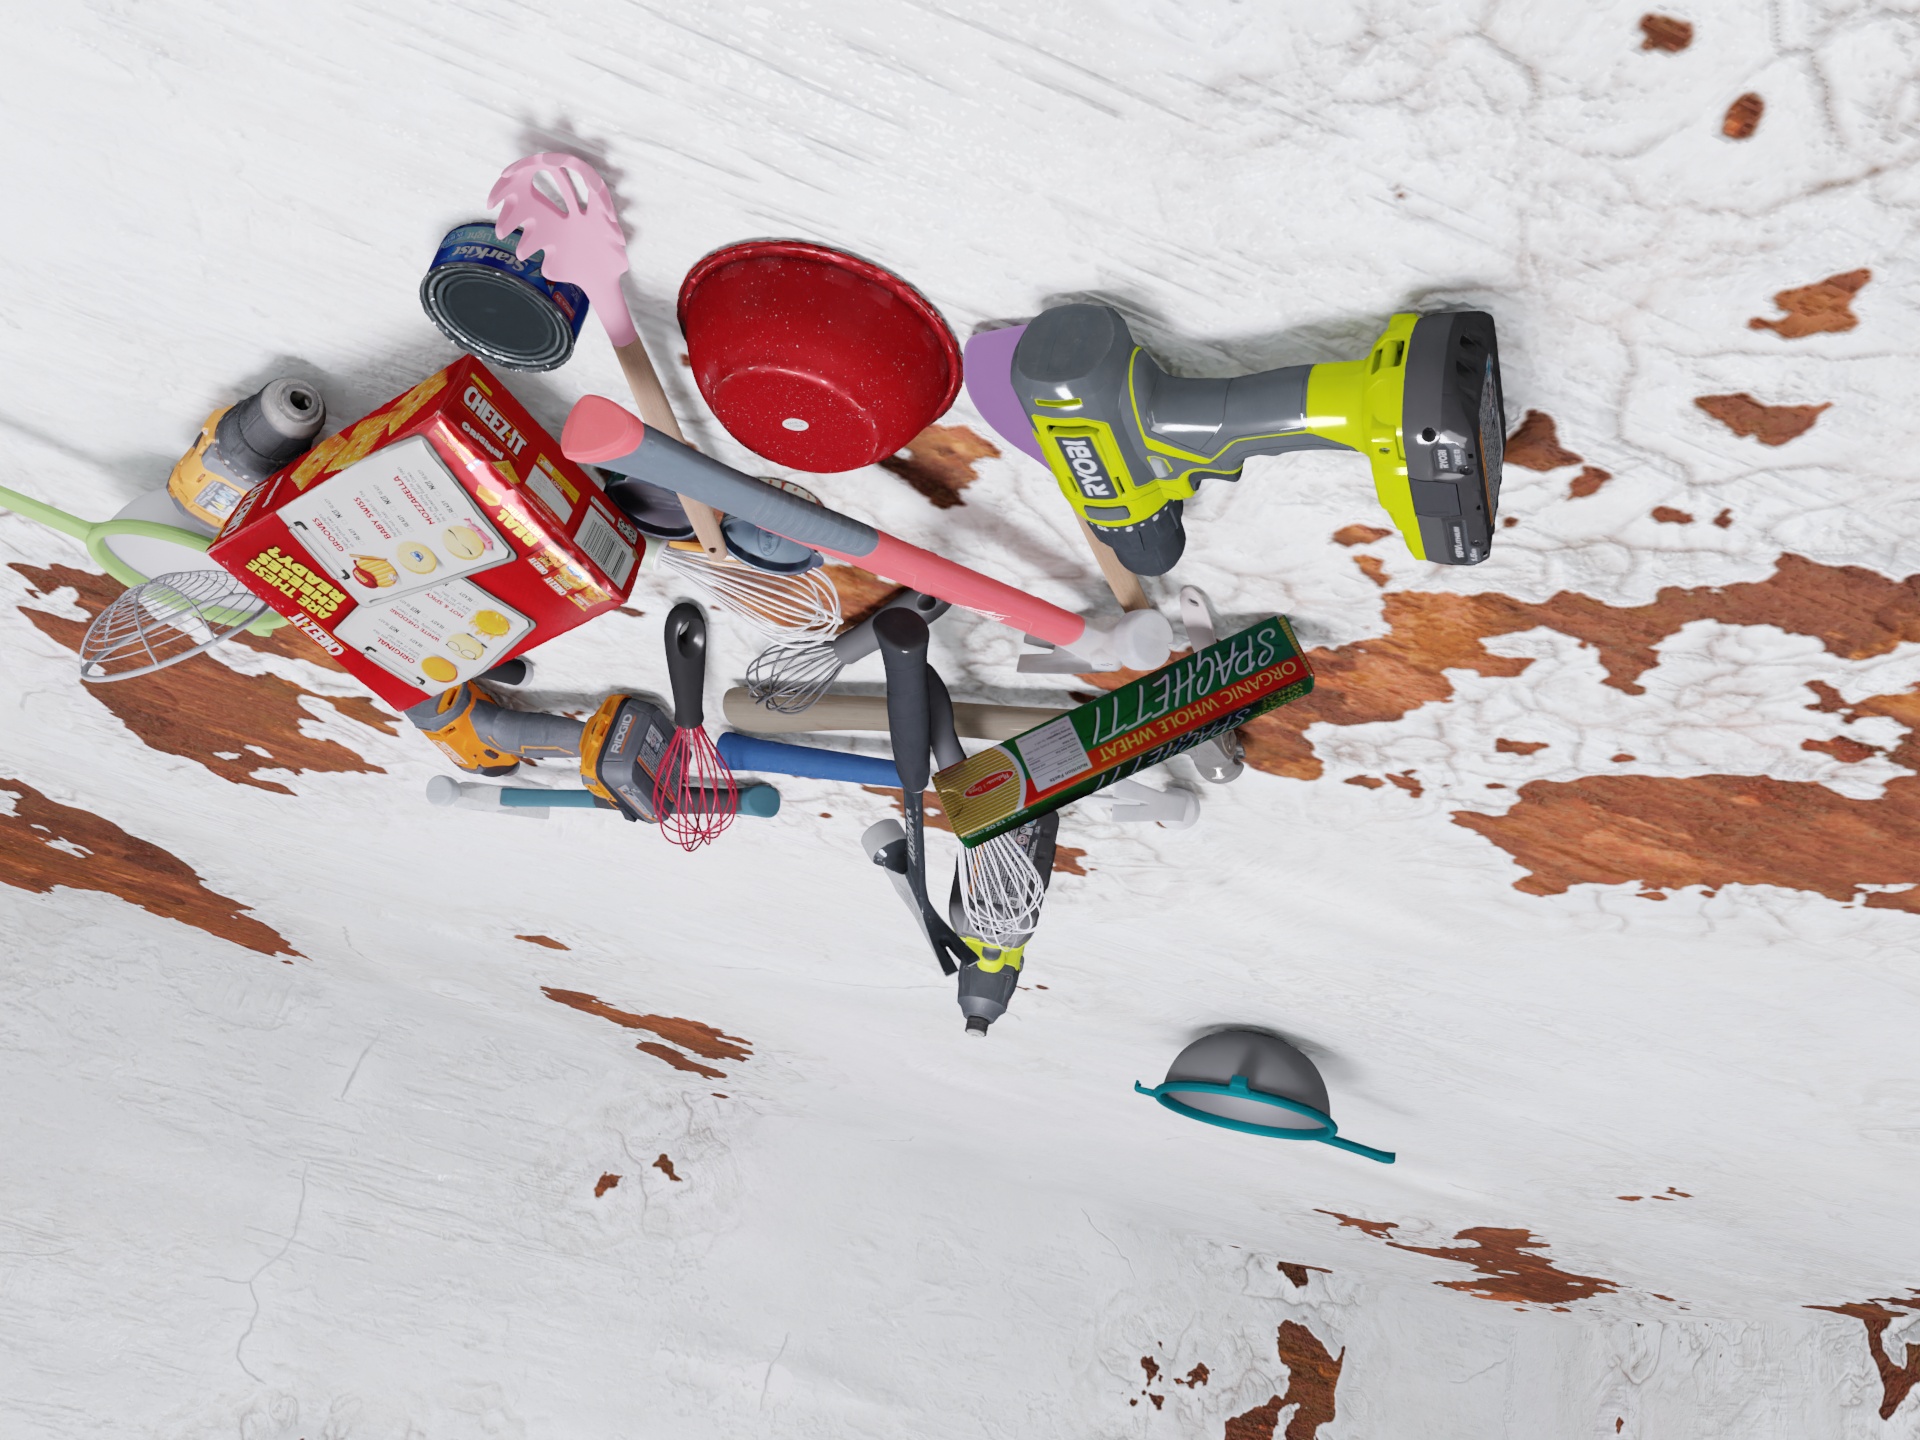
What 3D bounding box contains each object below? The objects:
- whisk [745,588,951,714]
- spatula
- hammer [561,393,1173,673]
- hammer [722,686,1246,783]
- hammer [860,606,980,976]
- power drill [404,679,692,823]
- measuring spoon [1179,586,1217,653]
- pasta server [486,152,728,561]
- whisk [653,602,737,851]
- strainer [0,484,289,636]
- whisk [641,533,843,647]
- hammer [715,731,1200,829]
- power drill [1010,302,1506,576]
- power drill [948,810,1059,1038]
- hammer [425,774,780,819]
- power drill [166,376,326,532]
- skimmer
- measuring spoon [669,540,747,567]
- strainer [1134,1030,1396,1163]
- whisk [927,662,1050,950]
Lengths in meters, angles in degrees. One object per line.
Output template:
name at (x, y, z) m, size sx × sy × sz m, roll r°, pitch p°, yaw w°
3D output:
whisk at (-0.082, -0.055, 1.144) m, size 0.055 × 0.055 × 0.239 m, roll 29°, pitch 146°, yaw -30°
spatula at (0.074, -0.124, 0.944) m, size 0.060 × 0.018 × 0.315 m, roll -6°, pitch 148°, yaw 22°
hammer at (-0.059, -0.100, 0.950) m, size 0.386 × 0.038 × 0.143 m, roll 20°, pitch 169°, yaw -32°
hammer at (-0.002, -0.004, 1.194) m, size 0.411 × 0.038 × 0.146 m, roll 3°, pitch 162°, yaw 24°
hammer at (-0.033, 0.051, 1.125) m, size 0.036 × 0.149 × 0.408 m, roll -25°, pitch 153°, yaw -14°
power drill at (-0.360, 0.024, 1.406) m, size 0.226 × 0.084 × 0.164 m, roll 11°, pitch 157°, yaw 15°
measuring spoon at (0.166, -0.053, 1.057) m, size 0.034 × 0.018 × 0.124 m, roll 18°, pitch 153°, yaw 31°
pasta server at (-0.179, -0.187, 0.885) m, size 0.060 × 0.040 × 0.315 m, roll -6°, pitch 145°, yaw 6°
whisk at (-0.217, 0.010, 1.281) m, size 0.073 × 0.073 × 0.295 m, roll 12°, pitch 140°, yaw 3°
strainer at (-0.607, -0.151, 1.170) m, size 0.256 × 0.069 × 0.151 m, roll 25°, pitch 155°, yaw -24°
whisk at (-0.194, -0.109, 1.072) m, size 0.246 × 0.058 × 0.059 m, roll 21°, pitch 175°, yaw 1°
hammer at (-0.019, 0.046, 1.292) m, size 0.405 × 0.035 × 0.144 m, roll 6°, pitch 177°, yaw 23°
power drill at (0.155, -0.134, 0.818) m, size 0.228 × 0.080 × 0.190 m, roll 4°, pitch 153°, yaw 25°
power drill at (0.034, 0.173, 1.410) m, size 0.080 × 0.171 × 0.223 m, roll 11°, pitch 152°, yaw 5°
hammer at (-0.332, 0.075, 1.516) m, size 0.331 × 0.033 × 0.128 m, roll 0°, pitch 172°, yaw 17°
power drill at (-0.411, -0.140, 1.093) m, size 0.226 × 0.084 × 0.185 m, roll 34°, pitch 146°, yaw -29°
skimmer at (-0.463, -0.039, 1.187) m, size 0.127 × 0.090 × 0.363 m, roll -2°, pitch 169°, yaw 31°
measuring spoon at (-0.185, -0.120, 1.098) m, size 0.117 × 0.011 × 0.021 m, roll 7°, pitch 141°, yaw 6°
strainer at (0.388, 0.436, 1.864) m, size 0.340 × 0.095 × 0.211 m, roll 24°, pitch 156°, yaw -25°
whisk at (0.007, 0.065, 1.183) m, size 0.070 × 0.070 × 0.284 m, roll 1°, pitch 132°, yaw 25°
